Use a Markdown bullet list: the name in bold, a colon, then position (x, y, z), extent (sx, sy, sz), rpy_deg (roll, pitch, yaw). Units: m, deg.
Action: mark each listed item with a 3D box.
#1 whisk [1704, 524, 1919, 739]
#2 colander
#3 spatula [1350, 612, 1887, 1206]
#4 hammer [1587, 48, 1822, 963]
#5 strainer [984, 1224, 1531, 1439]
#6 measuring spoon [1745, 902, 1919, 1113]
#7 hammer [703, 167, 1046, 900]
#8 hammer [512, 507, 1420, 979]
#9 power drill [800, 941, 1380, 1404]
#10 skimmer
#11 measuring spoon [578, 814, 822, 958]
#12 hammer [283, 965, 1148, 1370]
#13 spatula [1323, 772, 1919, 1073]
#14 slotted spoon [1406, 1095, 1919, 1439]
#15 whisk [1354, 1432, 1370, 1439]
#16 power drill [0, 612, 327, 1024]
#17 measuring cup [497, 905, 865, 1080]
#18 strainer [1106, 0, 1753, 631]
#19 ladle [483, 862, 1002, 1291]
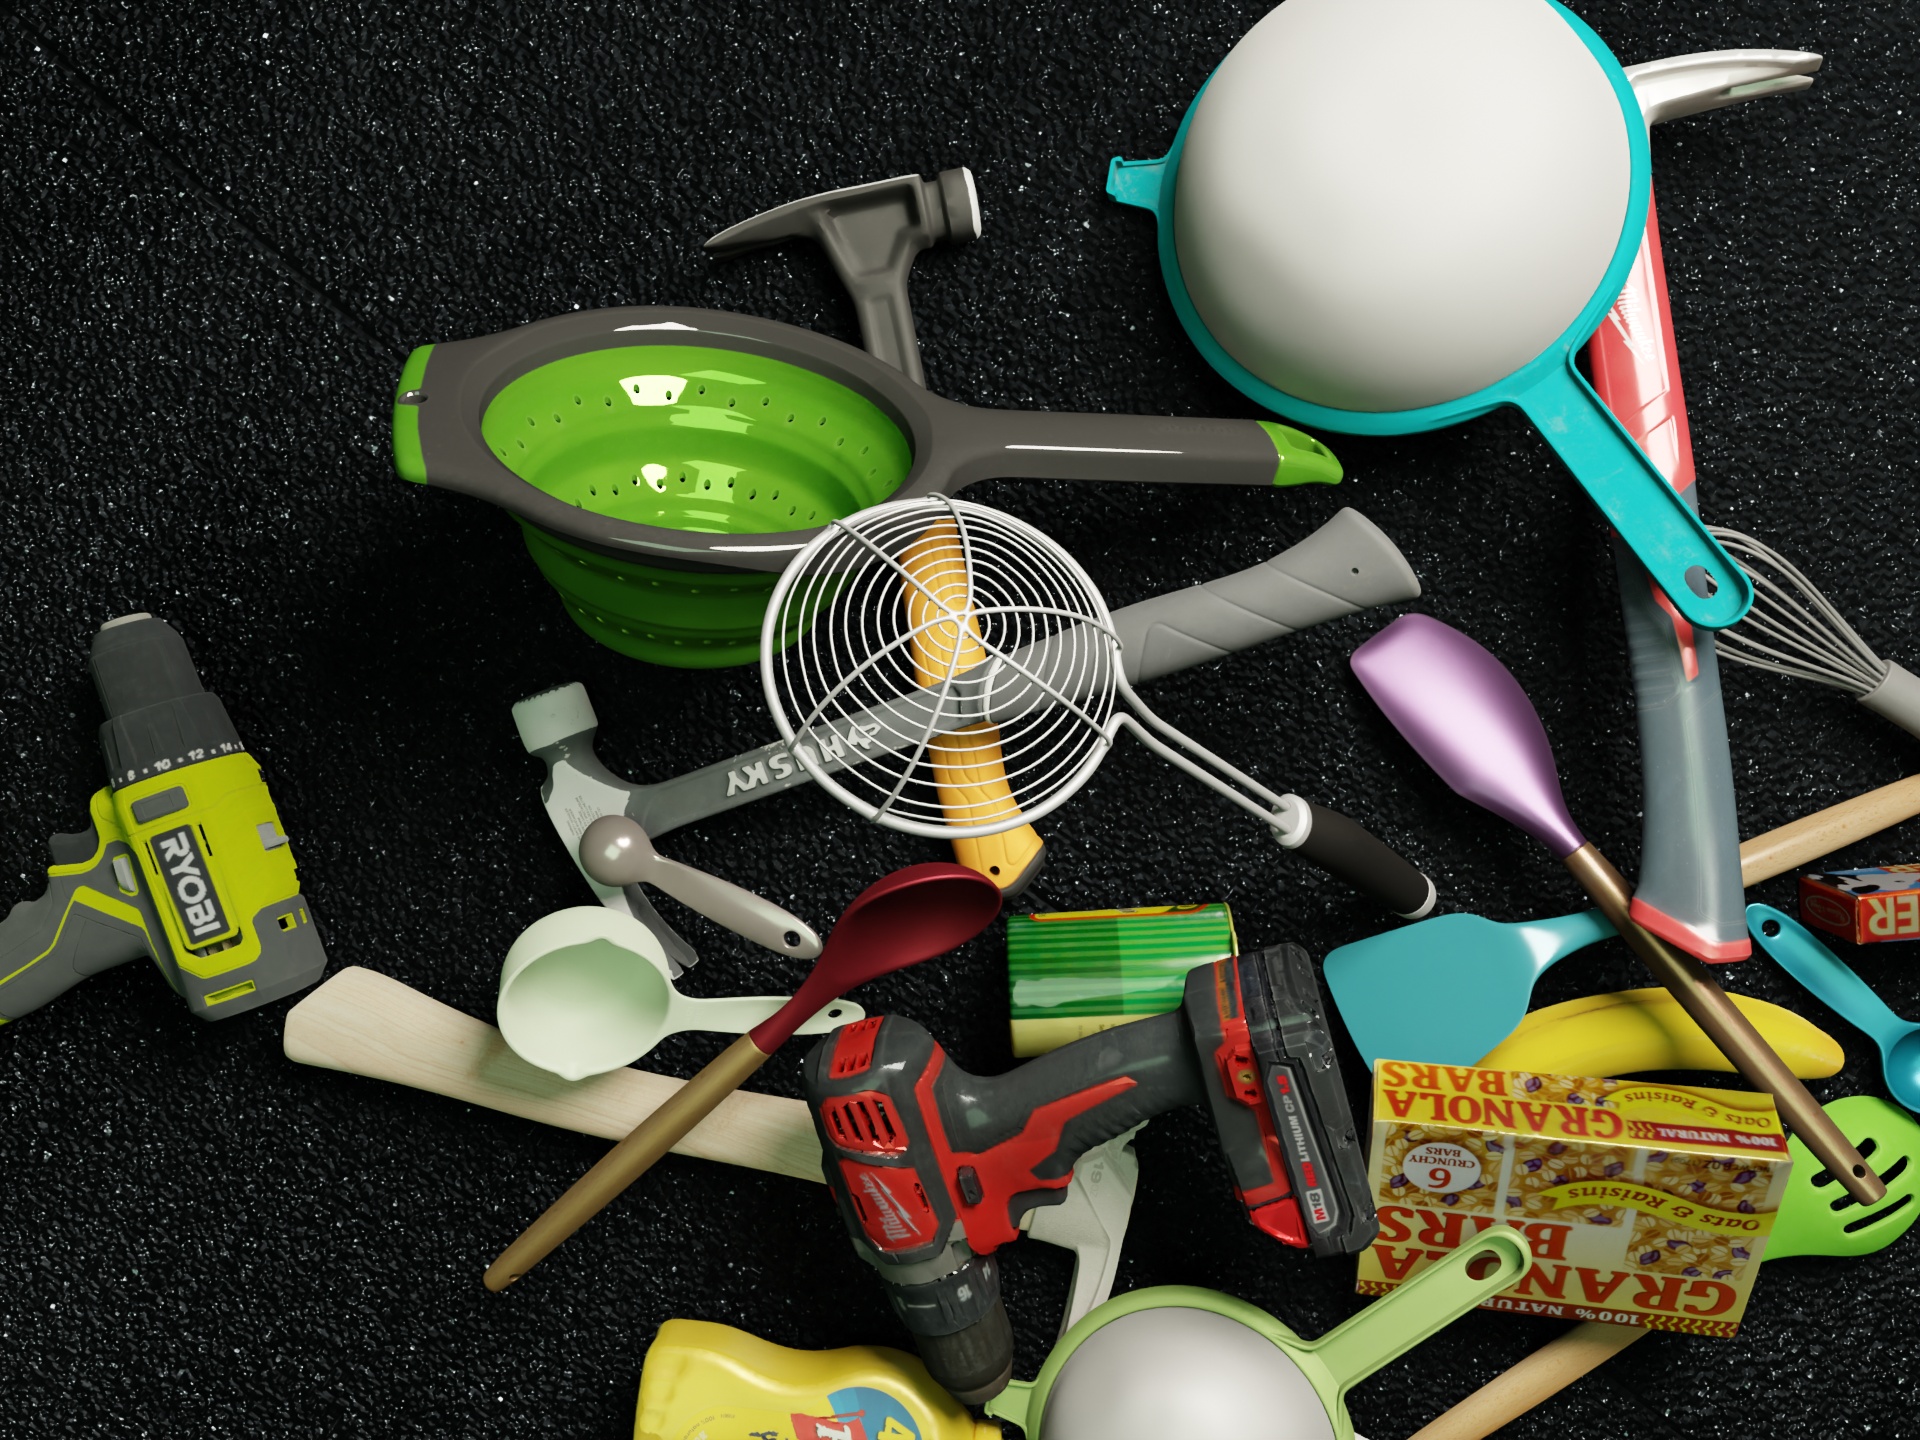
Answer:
- **whisk**: position (0.415, -0.017, 0.717), extent (0.239, 0.055, 0.055), rpy_deg (32, 94, 2)
- **colander**: position (-0.030, -0.088, 0.679), extent (0.397, 0.205, 0.094), rpy_deg (0, 128, -15)
- **spatula**: position (0.292, 0.077, 0.706), extent (0.060, 0.018, 0.316), rpy_deg (-34, 74, -7)
- **hammer**: position (0.314, -0.092, 0.683), extent (0.143, 0.038, 0.386), rpy_deg (-7, 84, 18)
- **strainer**: position (0.137, 0.299, 0.684), extent (0.256, 0.069, 0.151), rpy_deg (-38, 76, 10)
- **measuring spoon**: position (0.419, 0.132, 0.750), extent (0.129, 0.021, 0.042), rpy_deg (44, 94, 9)
- **hammer**: position (-0.023, -0.079, 0.744), extent (0.127, 0.034, 0.337), rpy_deg (-12, 93, 2)
- **hammer**: position (-0.001, -0.002, 0.708), extent (0.409, 0.036, 0.149), rpy_deg (-19, 95, 16)
- **power drill**: position (0.059, 0.201, 0.689), extent (0.226, 0.080, 0.187), rpy_deg (-15, 107, 10)
- **skimmer**: position (0.079, 0.024, 0.646), extent (0.090, 0.363, 0.127), rpy_deg (-10, 63, 39)
- **measuring spoon**: position (-0.120, 0.080, 0.723), extent (0.124, 0.018, 0.034), rpy_deg (25, 105, 6)
- **hammer**: position (-0.123, 0.201, 0.764), extent (0.410, 0.038, 0.146), rpy_deg (12, 95, 2)
- **spatula**: position (0.329, 0.082, 0.737), extent (0.317, 0.044, 0.082), rpy_deg (-21, 60, -4)
- **slotted spoon**: position (0.325, 0.281, 0.754), extent (0.314, 0.031, 0.070), rpy_deg (-35, 89, 5)
- **whisk**: position (0.203, 0.348, 0.741), extent (0.246, 0.059, 0.057), rpy_deg (11, 127, 6)
- **power drill**: position (-0.436, 0.070, 0.750), extent (0.228, 0.080, 0.190), rpy_deg (-20, 93, 1)
- **measuring cup**: position (-0.127, 0.123, 0.732), extent (0.167, 0.038, 0.083), rpy_deg (6, 118, -21)
- **strainer**: position (0.212, -0.181, 0.651), extent (0.211, 0.095, 0.340), rpy_deg (-36, 75, 13)
- **ladle**: position (-0.108, 0.163, 0.723), extent (0.315, 0.069, 0.031), rpy_deg (-42, 48, 11)
